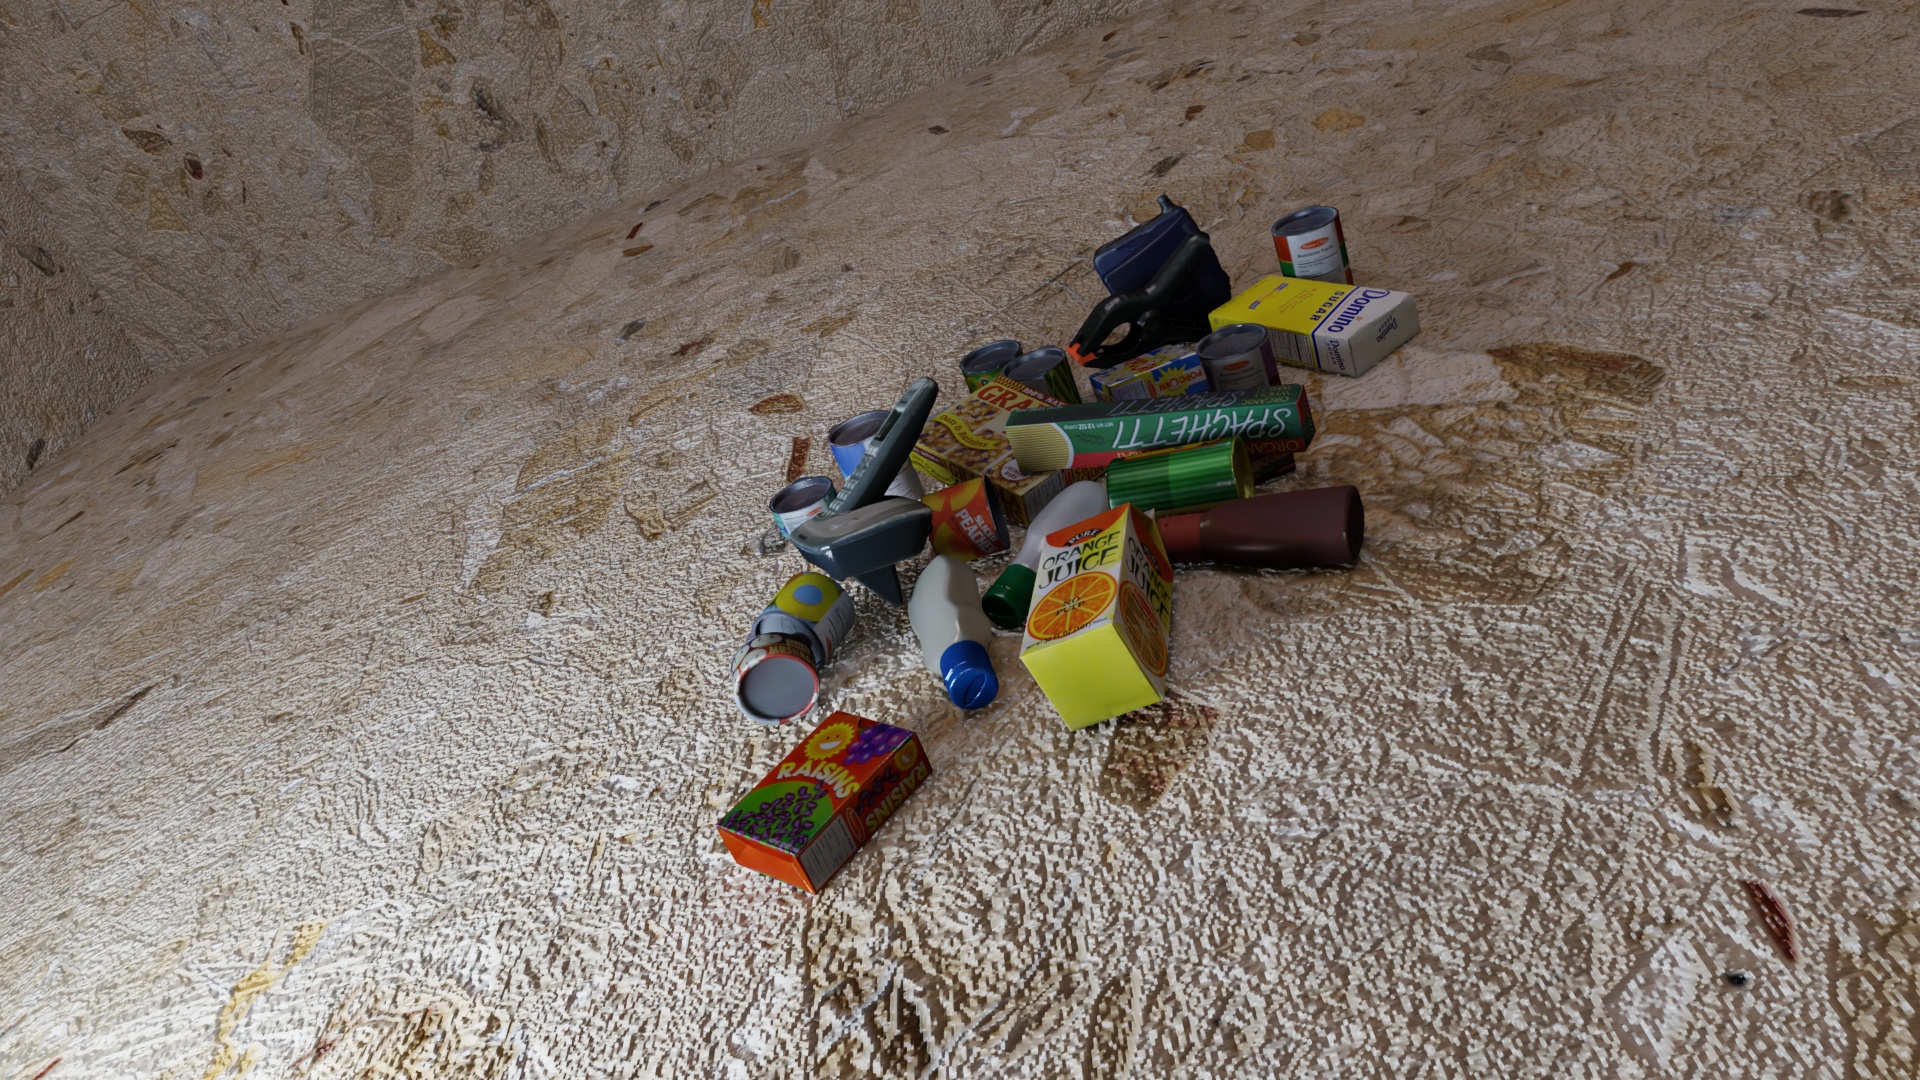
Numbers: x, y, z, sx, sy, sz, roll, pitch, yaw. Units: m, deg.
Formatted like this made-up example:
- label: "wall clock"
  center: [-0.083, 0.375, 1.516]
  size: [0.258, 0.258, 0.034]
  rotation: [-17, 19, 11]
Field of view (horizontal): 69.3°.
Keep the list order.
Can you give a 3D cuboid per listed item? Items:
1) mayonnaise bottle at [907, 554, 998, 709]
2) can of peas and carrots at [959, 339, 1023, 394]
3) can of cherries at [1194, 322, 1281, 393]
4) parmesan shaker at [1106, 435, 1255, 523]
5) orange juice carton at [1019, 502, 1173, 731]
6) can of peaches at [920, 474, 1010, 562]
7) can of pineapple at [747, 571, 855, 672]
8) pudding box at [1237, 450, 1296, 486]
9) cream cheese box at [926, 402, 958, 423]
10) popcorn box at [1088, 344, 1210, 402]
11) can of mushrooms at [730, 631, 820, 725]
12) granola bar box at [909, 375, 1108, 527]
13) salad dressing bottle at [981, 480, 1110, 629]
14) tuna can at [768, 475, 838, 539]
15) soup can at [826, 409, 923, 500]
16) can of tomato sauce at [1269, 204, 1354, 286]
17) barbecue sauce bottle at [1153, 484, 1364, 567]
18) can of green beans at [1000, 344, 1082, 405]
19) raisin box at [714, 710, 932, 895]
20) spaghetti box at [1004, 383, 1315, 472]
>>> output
- label: "mayonnaise bottle"
  center: [-0.004, 0.070, 1.035]
  size: [0.064, 0.041, 0.149]
  rotation: [-60, 23, 20]
- label: "can of peas and carrots"
  center: [0.040, -0.163, 1.413]
  size: [0.071, 0.058, 0.071]
  rotation: [-17, 29, 10]
- label: "can of cherries"
  center: [0.251, -0.156, 1.251]
  size: [0.071, 0.058, 0.072]
  rotation: [-18, 27, 10]
- label: "parmesan shaker"
  center: [0.172, -0.042, 1.090]
  size: [0.103, 0.071, 0.072]
  rotation: [-9, 30, 23]
- label: "orange juice carton"
  center: [0.101, 0.039, 0.983]
  size: [0.071, 0.073, 0.194]
  rotation: [-23, 26, 24]
- label: "can of peaches"
  center: [0.004, -0.015, 1.167]
  size: [0.058, 0.071, 0.071]
  rotation: [-17, 28, 10]
- label: "can of pineapple"
  center: [-0.127, 0.066, 1.116]
  size: [0.071, 0.070, 0.058]
  rotation: [-5, 31, 30]
- label: "pudding box"
  center: [0.237, -0.077, 1.151]
  size: [0.050, 0.030, 0.084]
  rotation: [-22, 28, -2]
- label: "cream cheese box"
  center: [-0.003, -0.103, 1.374]
  size: [0.053, 0.024, 0.104]
  rotation: [-28, 28, -9]
- label: "popcorn box"
  center: [0.171, -0.145, 1.276]
  size: [0.085, 0.038, 0.127]
  rotation: [-20, 12, 1]
- label: "can of mushrooms"
  center: [-0.139, 0.104, 1.058]
  size: [0.071, 0.070, 0.033]
  rotation: [-23, 28, -1]
- label: "granola bar box"
  center: [0.049, -0.084, 1.260]
  size: [0.125, 0.039, 0.166]
  rotation: [-35, 40, -24]
- label: "salad dressing bottle"
  center: [0.071, 0.011, 1.101]
  size: [0.064, 0.043, 0.148]
  rotation: [5, 39, 41]
- label: "tuna can"
  center: [-0.149, -0.033, 1.345]
  size: [0.071, 0.032, 0.071]
  rotation: [-17, 28, 9]
- label: "soup can"
  center: [-0.082, -0.071, 1.311]
  size: [0.071, 0.083, 0.072]
  rotation: [-17, 28, 9]
- label: "can of tomato sauce"
  center: [0.348, -0.279, 1.371]
  size: [0.071, 0.082, 0.071]
  rotation: [-17, 28, 9]
- label: "barbecue sauce bottle"
  center: [0.218, -0.006, 1.025]
  size: [0.148, 0.043, 0.065]
  rotation: [-6, 36, 29]
- label: "can of green beans"
  center: [0.080, -0.148, 1.359]
  size: [0.071, 0.057, 0.071]
  rotation: [-17, 28, 10]
- label: "raisin box"
  center: [-0.091, 0.172, 0.934]
  size: [0.086, 0.040, 0.124]
  rotation: [6, 38, 44]
- label: "spaghetti box"
  center: [0.158, -0.091, 1.132]
  size: [0.250, 0.050, 0.029]
  rotation: [-3, 38, 26]
